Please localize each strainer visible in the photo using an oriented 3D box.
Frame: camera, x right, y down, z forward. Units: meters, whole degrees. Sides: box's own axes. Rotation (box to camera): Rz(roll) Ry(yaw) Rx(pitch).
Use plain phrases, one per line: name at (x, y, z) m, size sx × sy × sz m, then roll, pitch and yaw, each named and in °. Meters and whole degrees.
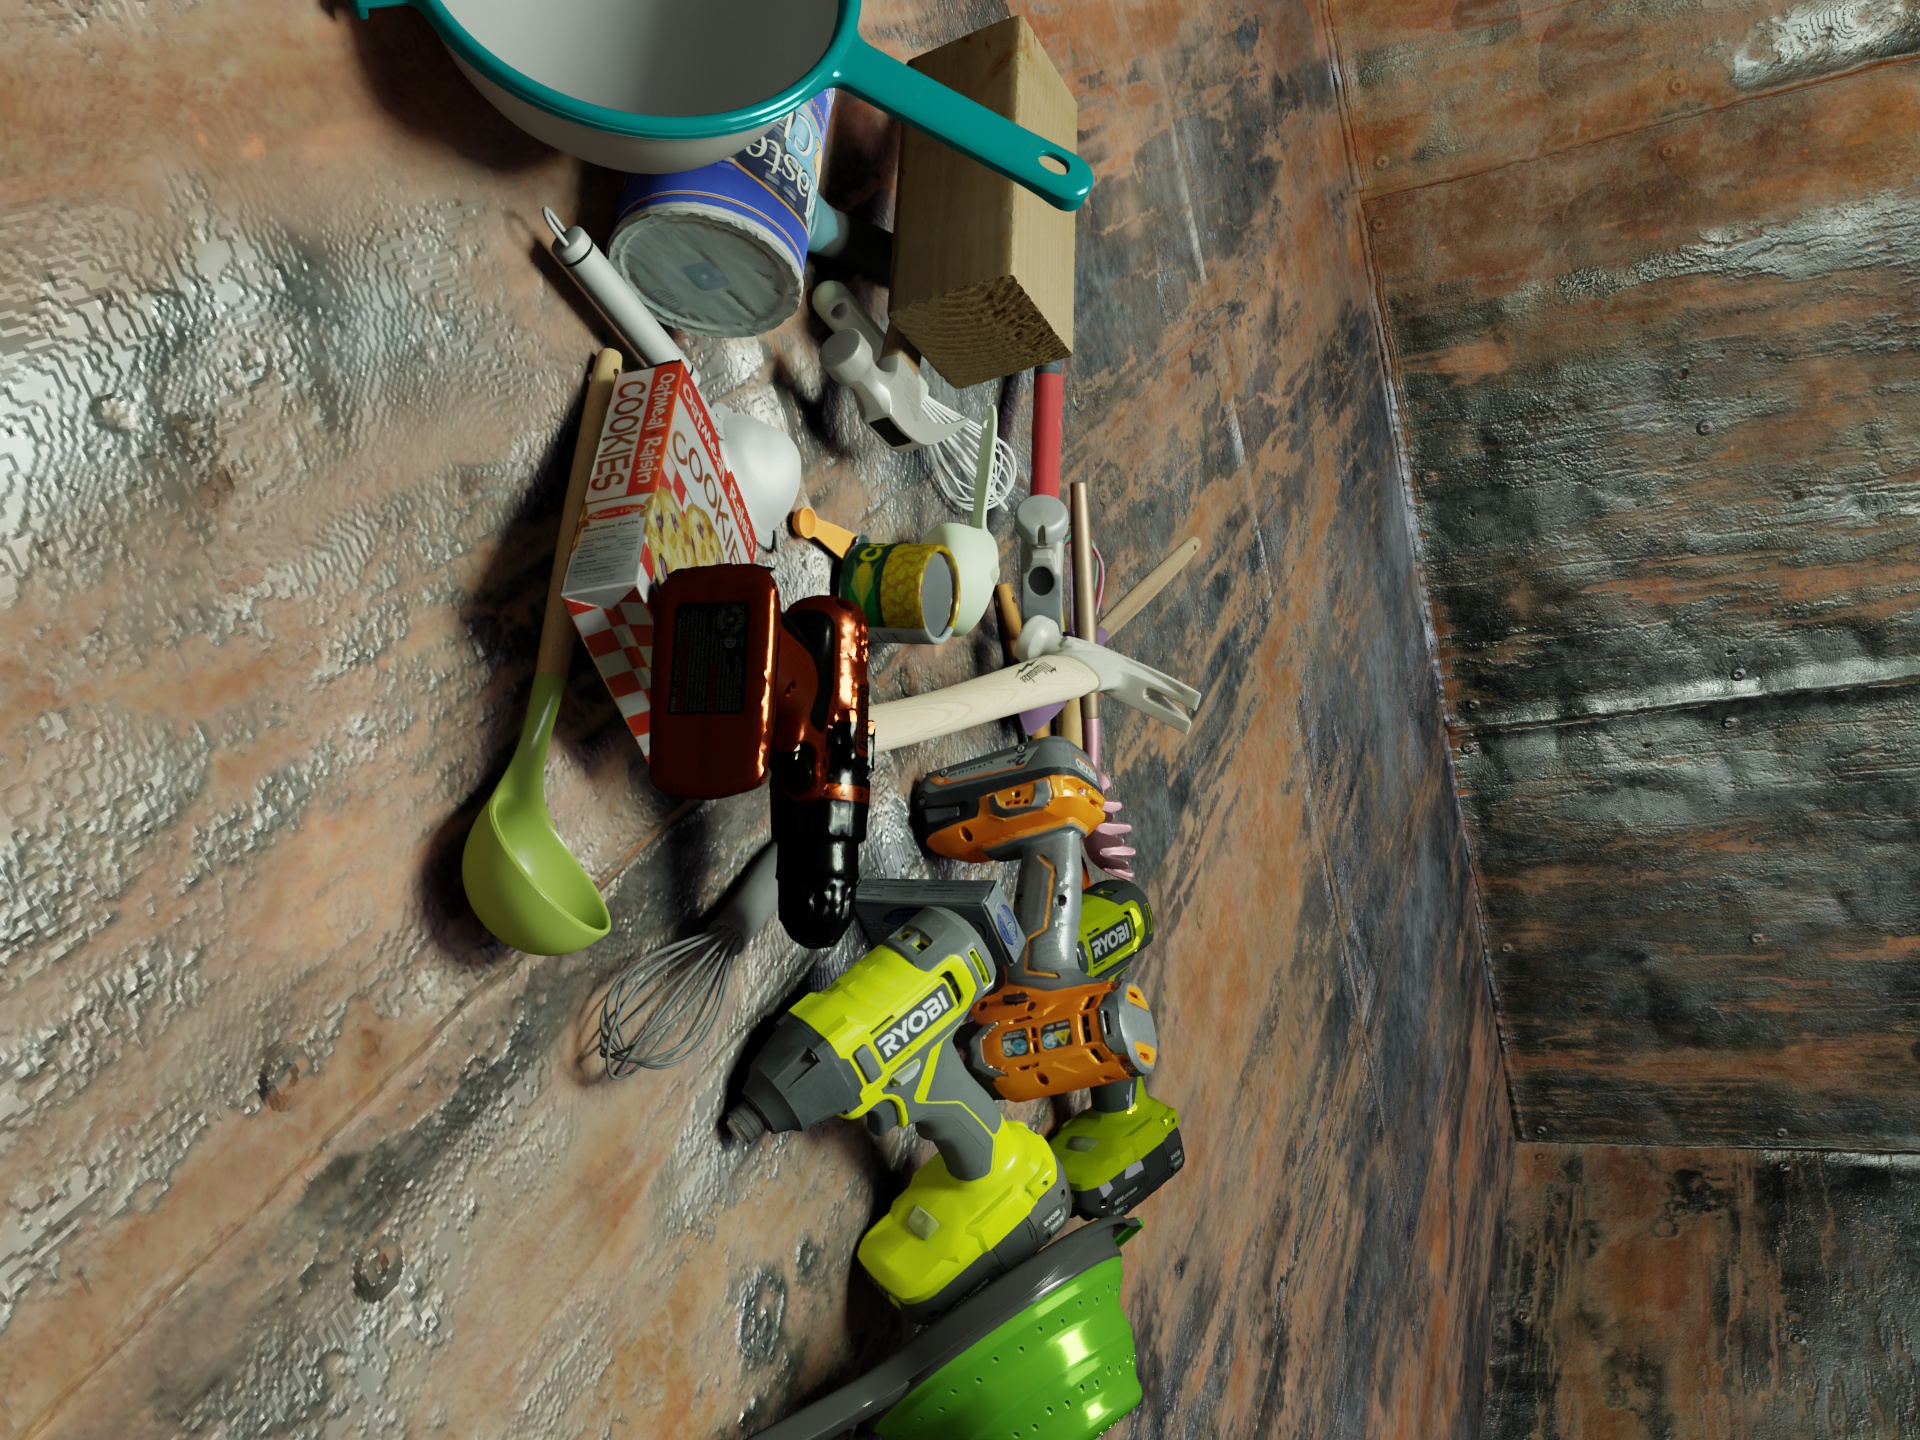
strainer at (-0.102, -0.312, 0.767) m, size 0.340 × 0.095 × 0.211 m, roll 25°, pitch 64°, yaw -9°
strainer at (-0.144, -0.179, 0.860) m, size 0.258 × 0.050 × 0.087 m, roll 50°, pitch 23°, yaw -48°

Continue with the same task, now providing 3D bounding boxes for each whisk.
whisk at (-0.029, -0.221, 1.108) m, size 0.246 × 0.058 × 0.059 m, roll 42°, pitch 12°, yaw -48°
whisk at (-0.125, 0.112, 0.848) m, size 0.239 × 0.055 × 0.055 m, roll -53°, pitch 131°, yaw -60°
whisk at (0.092, -0.044, 1.326) m, size 0.051 × 0.047 × 0.245 m, roll 9°, pitch 82°, yaw -56°

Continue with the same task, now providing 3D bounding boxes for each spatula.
spatula at (0.127, -0.085, 1.322) m, size 0.316 × 0.018 × 0.059 m, roll -42°, pitch 121°, yaw -44°
spatula at (0.062, 0.050, 1.264) m, size 0.081 × 0.041 × 0.322 m, roll -26°, pitch 104°, yaw -61°

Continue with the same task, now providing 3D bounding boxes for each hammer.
hammer at (-0.032, -0.323, 1.135) m, size 0.331 × 0.033 × 0.128 m, roll -7°, pitch 91°, yaw -64°
hammer at (-0.024, -0.320, 1.074) m, size 0.129 × 0.031 × 0.332 m, roll 46°, pitch 43°, yaw -47°
hammer at (-0.002, -0.003, 1.000) m, size 0.410 × 0.146 × 0.038 m, roll -15°, pitch 126°, yaw -53°
hammer at (0.070, -0.248, 1.278) m, size 0.143 × 0.038 × 0.387 m, roll 86°, pitch 7°, yaw -54°

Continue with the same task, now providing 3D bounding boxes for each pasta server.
pasta server at (0.109, -0.029, 1.254) m, size 0.060 × 0.040 × 0.316 m, roll -28°, pitch 115°, yaw -76°

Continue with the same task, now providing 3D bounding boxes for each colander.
colander at (-0.017, 0.392, 0.864) m, size 0.397 × 0.204 × 0.095 m, roll -7°, pitch 53°, yaw -48°

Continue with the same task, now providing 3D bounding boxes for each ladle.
ladle at (-0.180, -0.045, 0.755) m, size 0.078 × 0.062 × 0.320 m, roll 50°, pitch 39°, yaw -58°

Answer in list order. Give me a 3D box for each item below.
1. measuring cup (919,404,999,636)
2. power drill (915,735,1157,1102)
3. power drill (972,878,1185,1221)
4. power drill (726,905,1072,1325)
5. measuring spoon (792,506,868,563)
measuring cup at (-0.003, -0.142, 1.097) m, size 0.038 × 0.083 × 0.168 m, roll 12°, pitch 80°, yaw -27°
power drill at (0.033, 0.140, 1.062) m, size 0.084 × 0.164 × 0.227 m, roll 36°, pitch 41°, yaw -57°
power drill at (0.086, 0.251, 1.196) m, size 0.190 × 0.080 × 0.228 m, roll -20°, pitch 102°, yaw -47°
power drill at (-0.032, 0.241, 0.935) m, size 0.171 × 0.080 × 0.223 m, roll -37°, pitch 122°, yaw -23°
measuring spoon at (-0.079, -0.113, 1.026) m, size 0.116 × 0.011 × 0.021 m, roll 25°, pitch 71°, yaw -64°
